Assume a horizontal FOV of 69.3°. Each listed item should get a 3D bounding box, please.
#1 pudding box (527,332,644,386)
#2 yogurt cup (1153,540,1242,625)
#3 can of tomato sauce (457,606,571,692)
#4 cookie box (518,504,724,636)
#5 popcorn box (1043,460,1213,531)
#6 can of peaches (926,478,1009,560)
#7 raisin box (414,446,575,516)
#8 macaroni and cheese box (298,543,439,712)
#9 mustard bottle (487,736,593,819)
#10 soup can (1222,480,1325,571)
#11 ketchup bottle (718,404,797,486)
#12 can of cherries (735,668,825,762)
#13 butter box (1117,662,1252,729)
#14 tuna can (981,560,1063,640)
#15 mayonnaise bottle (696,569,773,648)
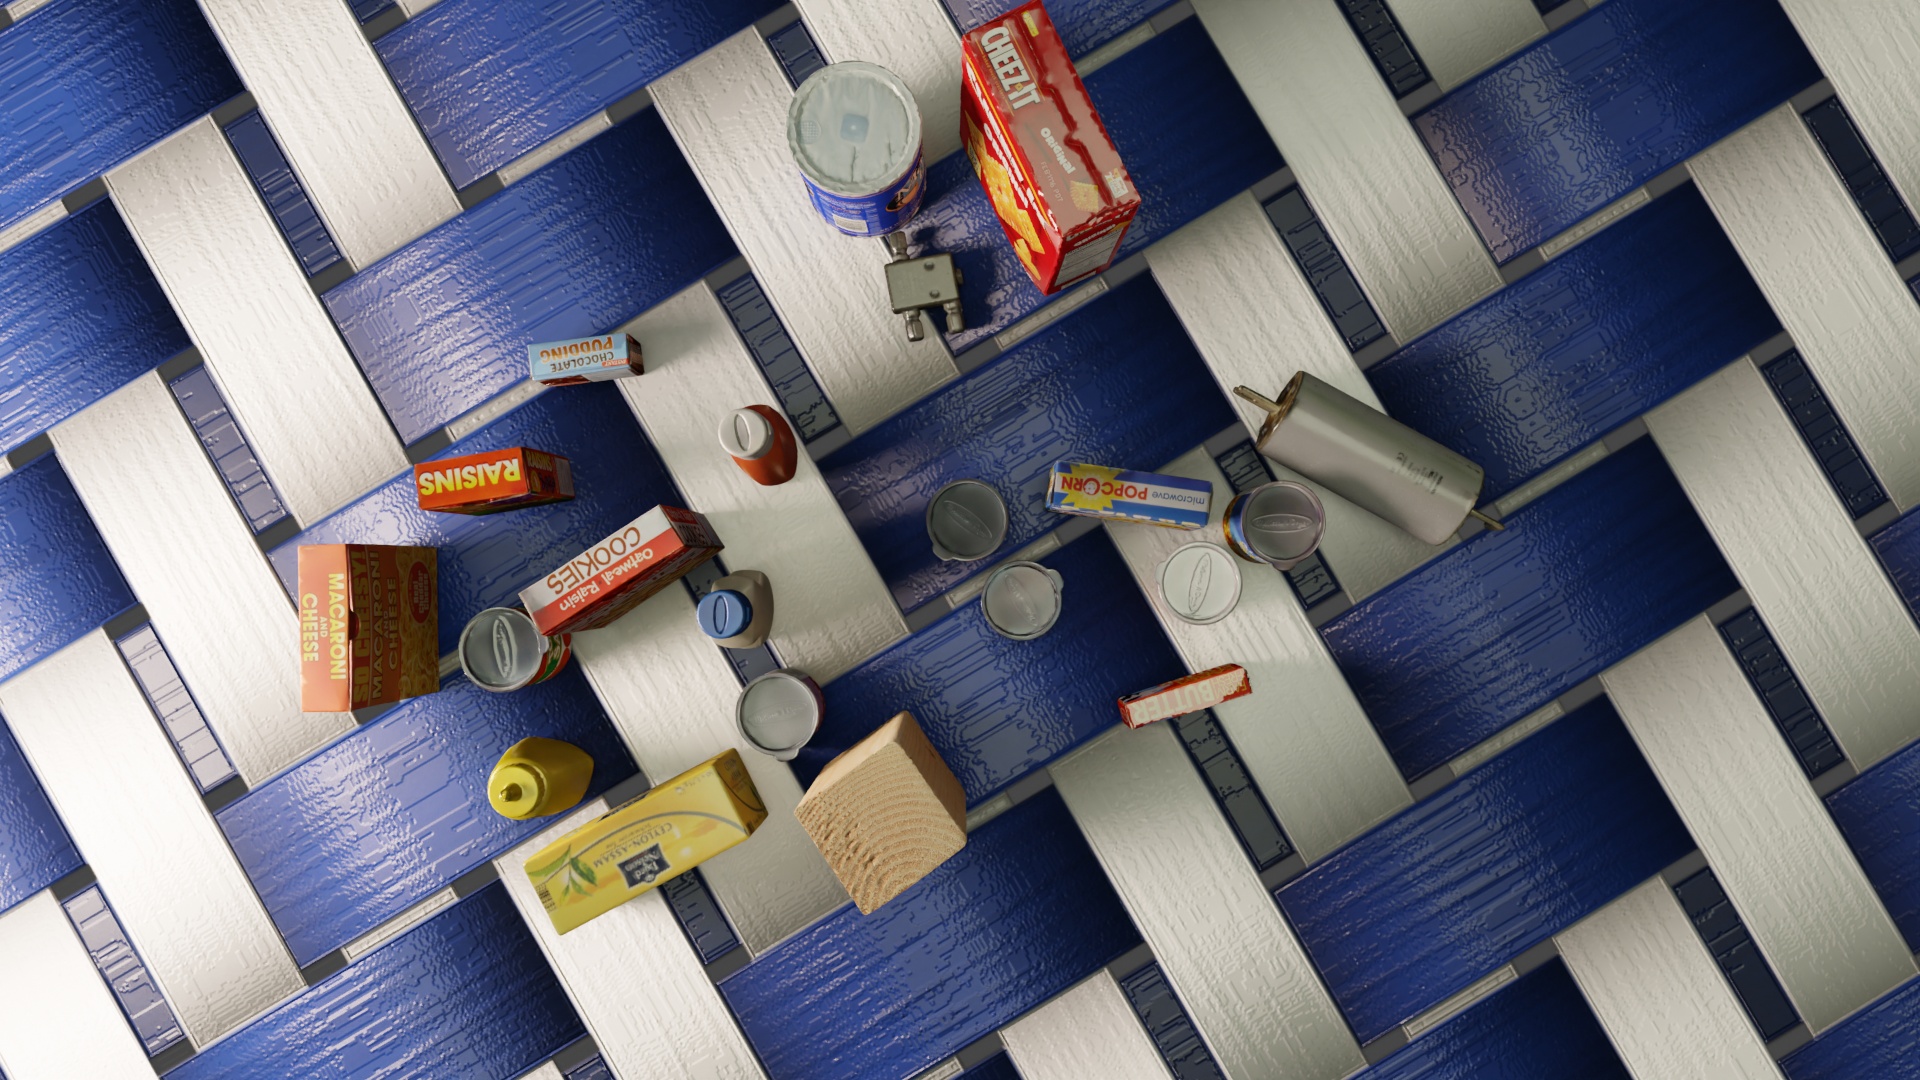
[{"bbox_3d":[-0.309,-0.148,1.145,0.084,0.049,0.030,-7,89,0],"label":"pudding box"},{"bbox_3d":[0.192,0.035,1.137,0.072,0.054,0.072,0,88,0],"label":"yogurt cup"},{"bbox_3d":[-0.355,0.085,1.120,0.071,0.083,0.071,0,88,0],"label":"can of tomato sauce"},{"bbox_3d":[-0.257,0.024,1.080,0.123,0.167,0.040,-33,89,-1],"label":"cookie box"},{"bbox_3d":[0.134,-0.035,1.123,0.127,0.085,0.038,8,89,0],"label":"popcorn box"},{"bbox_3d":[0.004,-0.014,1.136,0.071,0.058,0.071,0,88,0],"label":"can of peaches"},{"bbox_3d":[-0.368,-0.045,1.105,0.086,0.123,0.040,-9,89,0],"label":"raisin box"},{"bbox_3d":[-0.455,0.064,1.079,0.040,0.166,0.123,-2,89,0],"label":"macaroni and cheese box"},{"bbox_3d":[-0.333,0.187,1.078,0.065,0.160,0.049,20,89,1],"label":"mustard bottle"},{"bbox_3d":[0.252,-0.011,1.123,0.071,0.084,0.071,0,88,0],"label":"soup can"},{"bbox_3d":[-0.159,-0.078,1.093,0.043,0.149,0.064,-14,89,0],"label":"ketchup bottle"},{"bbox_3d":[-0.146,0.141,1.131,0.071,0.058,0.071,0,88,0],"label":"can of cherries"},{"bbox_3d":[0.182,0.127,1.134,0.103,0.053,0.024,-17,89,0],"label":"butter box"},{"bbox_3d":[0.052,0.048,1.147,0.071,0.033,0.071,0,88,0],"label":"tuna can"},{"bbox_3d":[-0.176,0.055,1.089,0.041,0.148,0.064,0,89,0],"label":"mayonnaise bottle"}]
